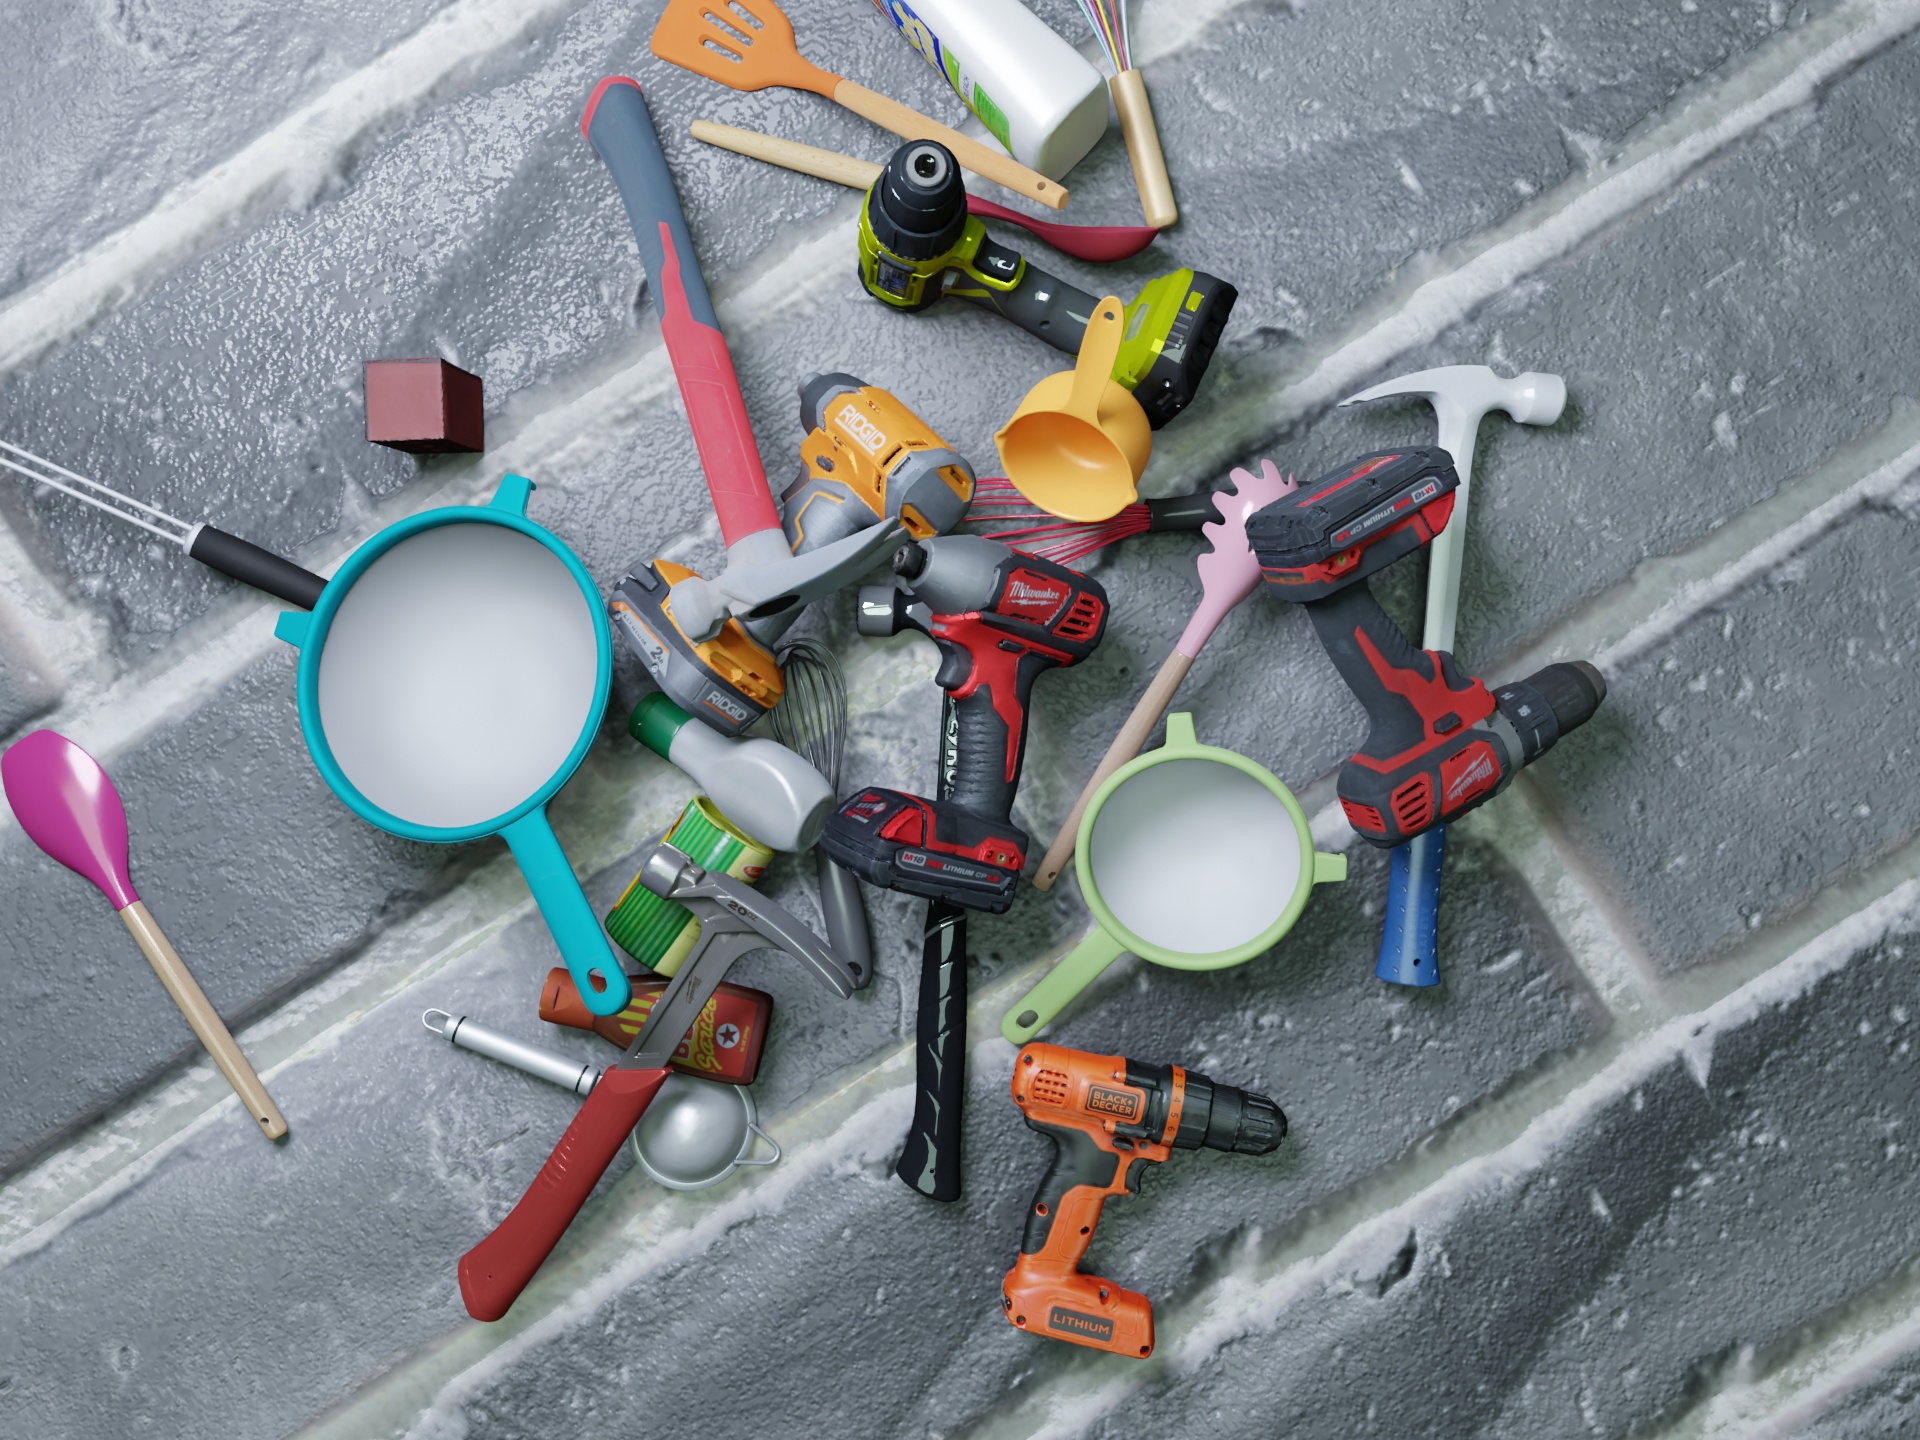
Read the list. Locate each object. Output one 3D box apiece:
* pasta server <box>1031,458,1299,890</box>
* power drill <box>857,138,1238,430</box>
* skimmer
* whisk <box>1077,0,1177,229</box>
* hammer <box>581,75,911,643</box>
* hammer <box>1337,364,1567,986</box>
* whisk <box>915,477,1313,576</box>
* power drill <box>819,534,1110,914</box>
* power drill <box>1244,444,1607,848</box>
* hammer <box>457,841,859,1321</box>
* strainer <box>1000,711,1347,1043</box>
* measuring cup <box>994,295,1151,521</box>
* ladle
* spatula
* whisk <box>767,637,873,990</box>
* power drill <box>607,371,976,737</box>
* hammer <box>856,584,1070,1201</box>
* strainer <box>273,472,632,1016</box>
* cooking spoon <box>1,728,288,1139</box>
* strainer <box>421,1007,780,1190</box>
[{"bbox_3d":[0.130,-0.023,1.036,0.060,0.040,0.316,26,105,-19],"label":"pasta server"},{"bbox_3d":[0.045,-0.268,0.968,0.228,0.190,0.080,24,87,-5],"label":"power drill"},{"bbox_3d":[-0.558,-0.147,1.055,0.363,0.090,0.127,25,90,-11],"label":"skimmer"},{"bbox_3d":[0.098,-0.440,1.032,0.051,0.047,0.245,-16,95,0],"label":"whisk"},{"bbox_3d":[-0.151,-0.244,0.974,0.143,0.038,0.387,-22,71,10],"label":"hammer"},{"bbox_3d":[0.306,-0.029,1.044,0.144,0.035,0.405,4,94,-8],"label":"hammer"},{"bbox_3d":[0.103,-0.131,1.038,0.296,0.073,0.073,-6,92,-4],"label":"whisk"},{"bbox_3d":[-0.002,-0.003,0.978,0.143,0.079,0.219,17,91,-31],"label":"power drill"},{"bbox_3d":[0.292,-0.054,0.982,0.188,0.080,0.226,-28,103,-12],"label":"power drill"},{"bbox_3d":[-0.215,0.255,1.018,0.149,0.037,0.359,35,106,3],"label":"hammer"},{"bbox_3d":[0.119,0.118,1.051,0.151,0.069,0.256,42,109,-3],"label":"strainer"},{"bbox_3d":[0.079,-0.194,0.940,0.095,0.173,0.052,25,55,7],"label":"measuring cup"},{"bbox_3d":[-0.027,-0.346,1.035,0.315,0.069,0.031,17,110,5],"label":"ladle"},{"bbox_3d":[-0.062,-0.393,1.001,0.323,0.041,0.081,35,92,25],"label":"spatula"},{"bbox_3d":[-0.087,0.063,1.053,0.055,0.055,0.239,-10,96,1],"label":"whisk"},{"bbox_3d":[-0.114,-0.118,1.009,0.226,0.084,0.164,-45,51,4],"label":"power drill"},{"bbox_3d":[-0.004,0.116,1.058,0.149,0.036,0.409,3,93,-1],"label":"hammer"},{"bbox_3d":[-0.276,0.030,1.006,0.211,0.095,0.340,-30,79,6],"label":"strainer"},{"bbox_3d":[-0.545,0.147,1.070,0.069,0.017,0.319,-33,91,2],"label":"cooking spoon"},{"bbox_3d":[-0.242,0.245,1.063,0.258,0.050,0.087,21,77,3],"label":"strainer"}]
